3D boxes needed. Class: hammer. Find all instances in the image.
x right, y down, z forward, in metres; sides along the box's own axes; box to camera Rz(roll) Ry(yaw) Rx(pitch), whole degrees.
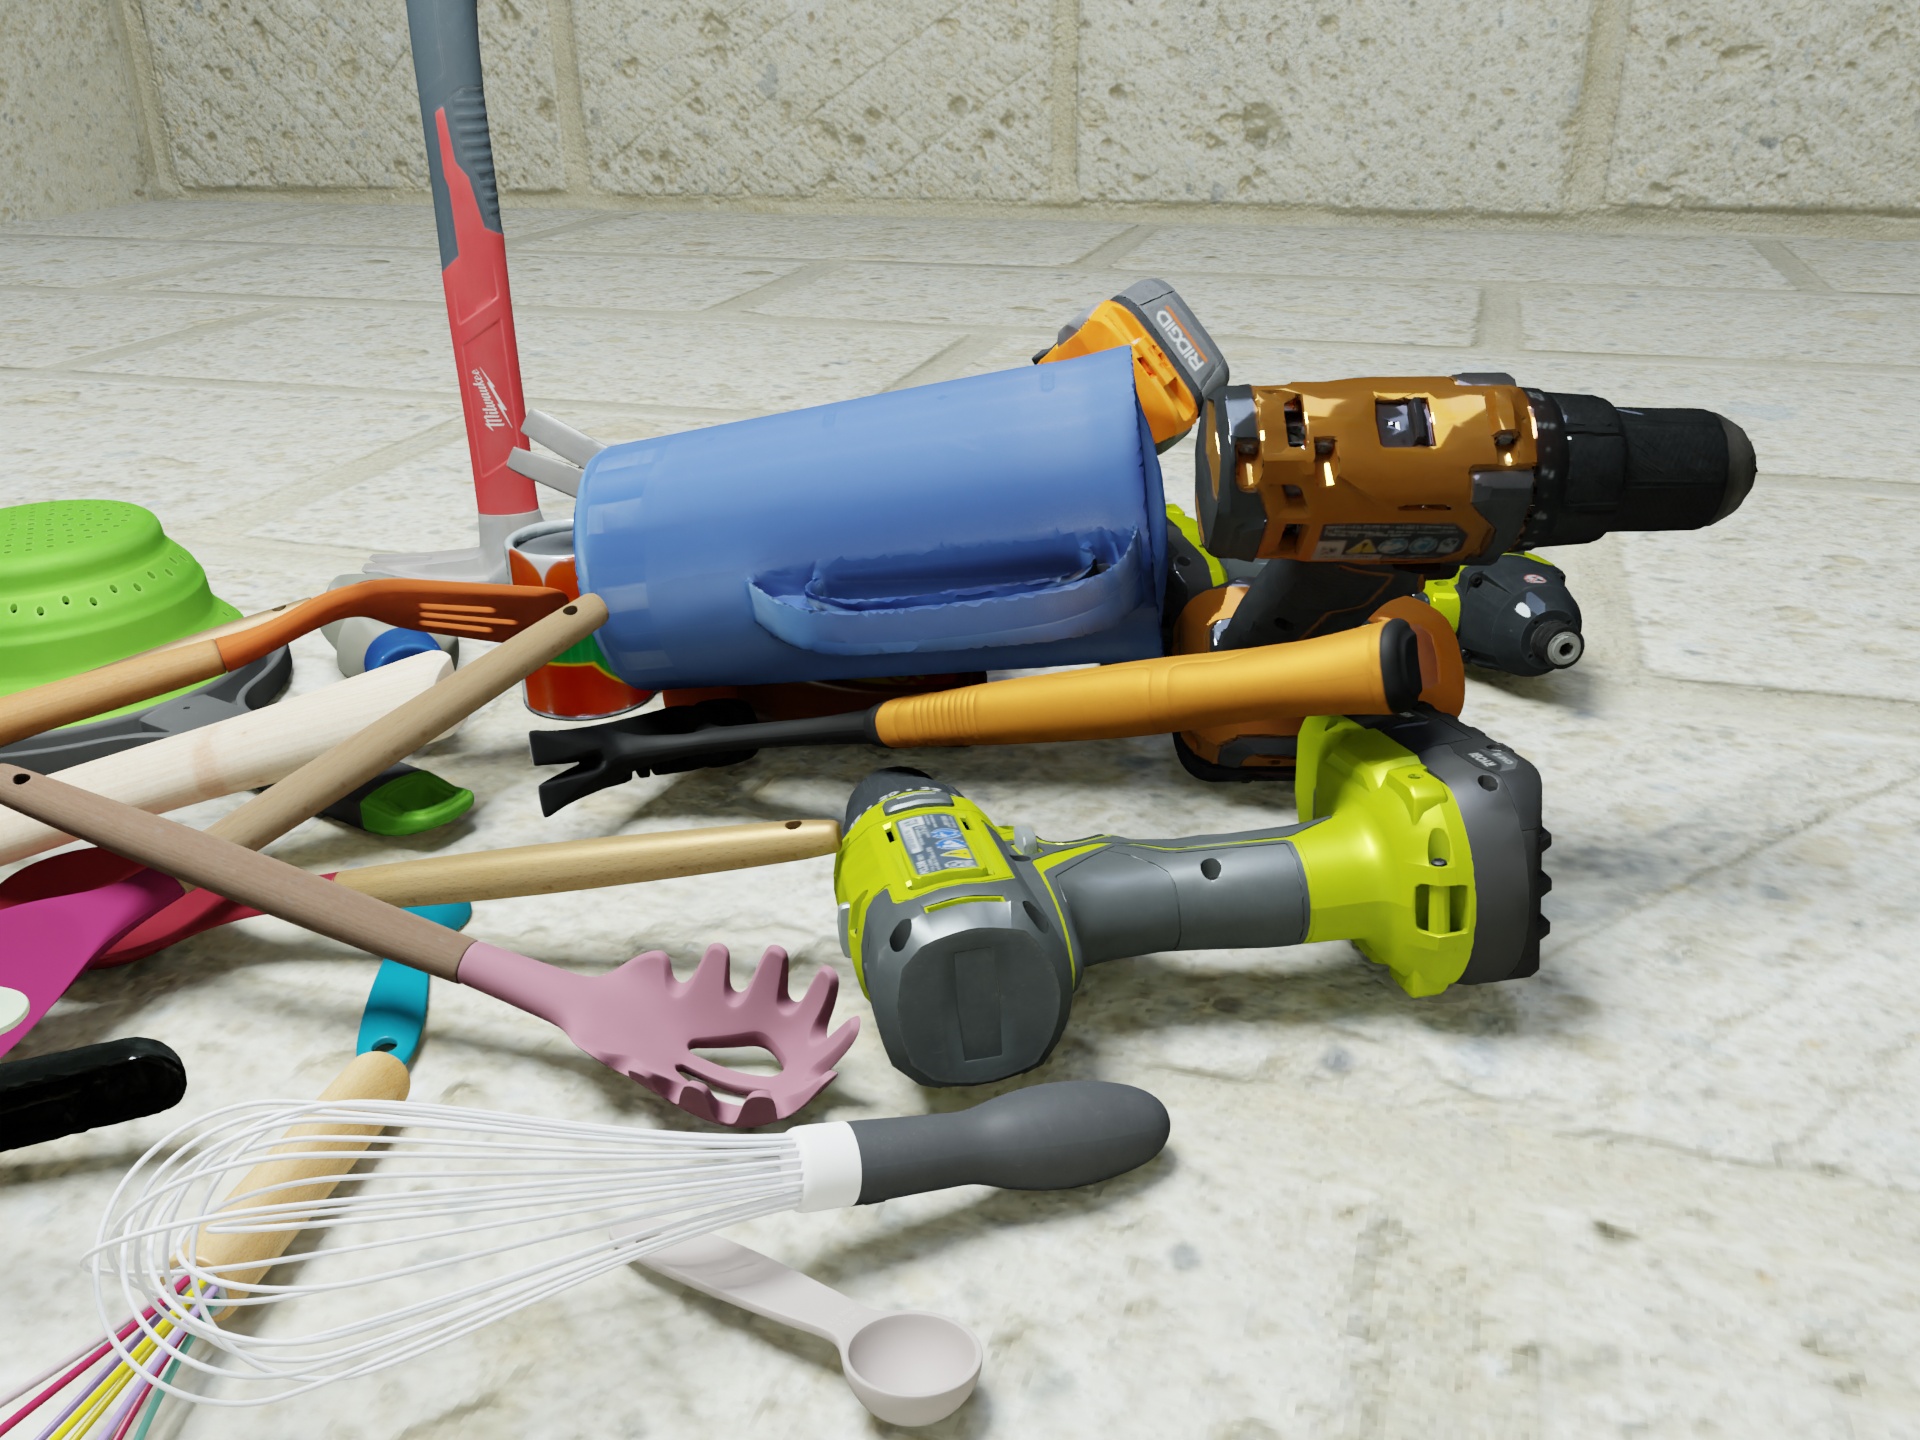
[{"bbox_3d":[-0.286,-0.260,0.882,0.143,0.386,0.038,-4,25,-6],"label":"hammer"},{"bbox_3d":[-0.385,0.049,0.573,0.410,0.038,0.146,-22,26,-29],"label":"hammer"},{"bbox_3d":[-0.167,-0.136,0.921,0.149,0.036,0.359,24,7,-13],"label":"hammer"},{"bbox_3d":[-0.001,-0.002,0.595,0.337,0.034,0.127,-6,5,29],"label":"hammer"}]

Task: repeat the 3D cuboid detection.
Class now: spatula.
[{"bbox_3d":[-0.319,-0.010,0.638,0.322,0.041,0.081,-21,-6,-22],"label":"spatula"}]

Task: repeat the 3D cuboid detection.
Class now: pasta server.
[{"bbox_3d":[-0.184,0.064,0.516,0.316,0.040,0.060,18,41,10],"label":"pasta server"}]

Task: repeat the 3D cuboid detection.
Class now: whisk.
[{"bbox_3d":[-0.067,0.121,0.414,0.284,0.070,0.070,0,22,-26],"label":"whisk"},{"bbox_3d":[-0.196,0.152,0.388,0.051,0.047,0.245,8,22,6],"label":"whisk"}]

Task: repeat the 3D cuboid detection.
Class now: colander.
[{"bbox_3d":[-0.377,-0.034,0.741,0.397,0.094,0.204,14,28,30],"label":"colander"}]

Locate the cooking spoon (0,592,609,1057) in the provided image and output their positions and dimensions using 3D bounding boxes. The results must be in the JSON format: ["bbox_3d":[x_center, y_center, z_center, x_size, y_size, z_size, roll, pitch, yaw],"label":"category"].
[{"bbox_3d":[-0.255,0.041,0.565,0.069,0.017,0.319,33,57,32],"label":"cooking spoon"}]

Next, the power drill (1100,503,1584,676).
[{"bbox_3d":[0.185,-0.061,0.800,0.223,0.080,0.171,-2,21,-8],"label":"power drill"}]

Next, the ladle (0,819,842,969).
[{"bbox_3d":[-0.196,0.057,0.567,0.315,0.031,0.069,-6,31,8],"label":"ladle"}]

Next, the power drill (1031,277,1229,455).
[{"bbox_3d":[0.021,-0.130,0.855,0.226,0.084,0.164,-41,8,-17],"label":"power drill"}]

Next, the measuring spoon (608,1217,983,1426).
[{"bbox_3d":[-0.048,0.155,0.414,0.124,0.018,0.034,9,15,36],"label":"measuring spoon"}]

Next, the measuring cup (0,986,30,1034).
[{"bbox_3d":[-0.317,0.097,0.423,0.167,0.038,0.083,-8,41,7],"label":"measuring cup"}]

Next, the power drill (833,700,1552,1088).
[{"bbox_3d":[0.067,0.048,0.566,0.228,0.080,0.191,-7,16,-8],"label":"power drill"}]

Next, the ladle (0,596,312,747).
[{"bbox_3d":[-0.421,0.003,0.636,0.320,0.062,0.078,-24,35,-18],"label":"ladle"}]

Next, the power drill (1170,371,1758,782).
[{"bbox_3d":[0.174,-0.052,0.613,0.185,0.226,0.084,-1,65,0],"label":"power drill"}]

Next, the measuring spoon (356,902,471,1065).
[{"bbox_3d":[-0.199,0.083,0.563,0.042,0.021,0.129,-6,23,-11],"label":"measuring spoon"}]
